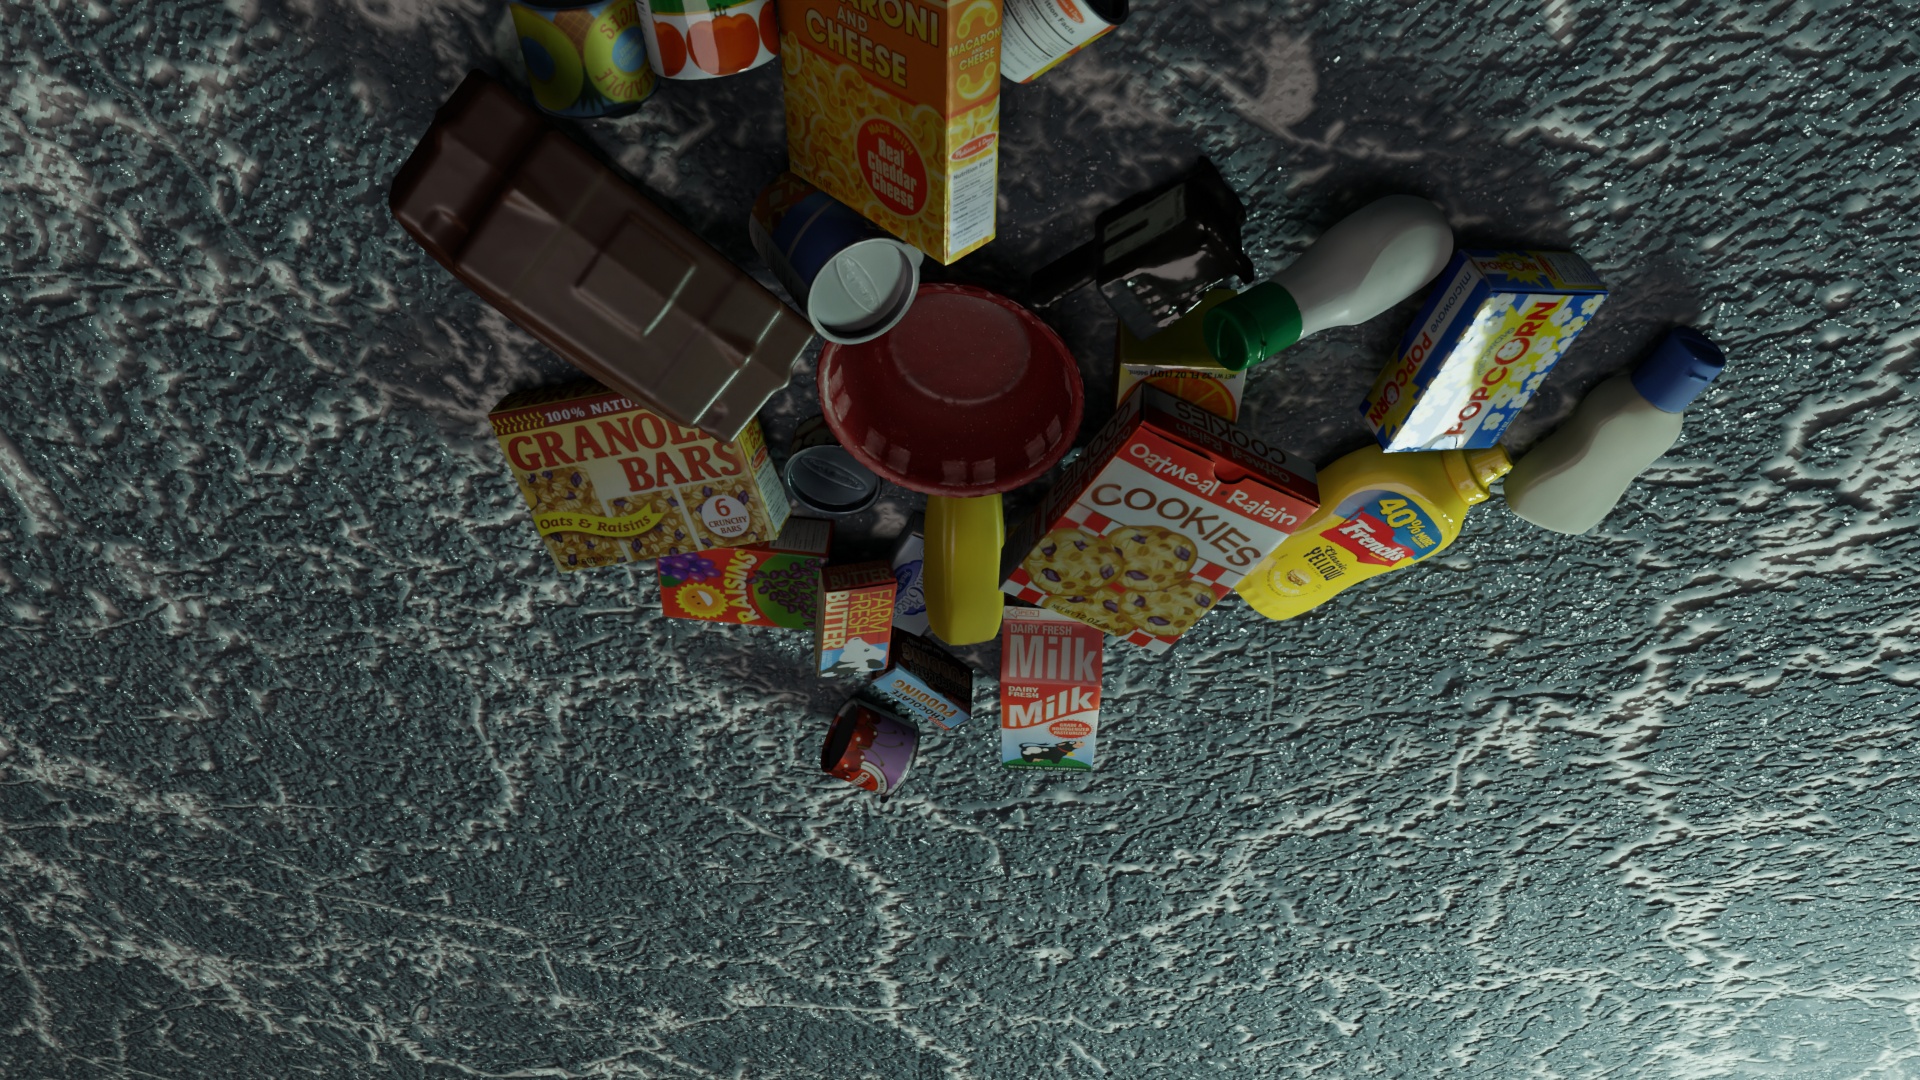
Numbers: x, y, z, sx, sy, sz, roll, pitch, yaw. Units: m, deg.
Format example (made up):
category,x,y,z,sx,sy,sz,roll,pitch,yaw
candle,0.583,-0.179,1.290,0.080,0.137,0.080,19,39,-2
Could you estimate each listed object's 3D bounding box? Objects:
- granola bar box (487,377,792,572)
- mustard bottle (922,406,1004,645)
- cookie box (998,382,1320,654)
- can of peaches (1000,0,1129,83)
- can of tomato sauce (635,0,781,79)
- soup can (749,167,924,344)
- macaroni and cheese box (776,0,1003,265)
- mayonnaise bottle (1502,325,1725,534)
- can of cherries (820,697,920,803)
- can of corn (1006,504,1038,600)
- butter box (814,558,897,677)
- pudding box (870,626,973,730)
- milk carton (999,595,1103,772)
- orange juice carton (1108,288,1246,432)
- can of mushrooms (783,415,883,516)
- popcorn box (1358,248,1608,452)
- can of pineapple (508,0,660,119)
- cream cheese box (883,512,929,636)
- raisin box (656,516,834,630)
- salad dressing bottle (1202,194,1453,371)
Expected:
category,x,y,z,sx,sy,sz,roll,pitch,yaw
granola bar box,-0.211,-0.049,0.917,0.165,0.039,0.123,-9,118,15
mustard bottle,0.003,-0.012,0.927,0.049,0.065,0.159,-5,112,-18
cookie box,0.116,-0.007,0.840,0.123,0.040,0.166,22,135,-17
can of peaches,0.039,-0.264,0.667,0.058,0.071,0.071,-23,130,34
can of tomato sauce,-0.123,-0.272,0.665,0.071,0.071,0.082,-2,126,8
soup can,-0.068,-0.160,0.763,0.071,0.084,0.071,-21,140,-19
macaroni and cheese box,-0.036,-0.234,0.675,0.124,0.040,0.165,36,146,29
mayonnaise bottle,0.404,-0.066,0.855,0.065,0.041,0.147,16,135,-13
can of cherries,-0.075,0.171,1.134,0.058,0.072,0.071,27,133,-20
can of corn,0.066,0.009,0.949,0.058,0.071,0.070,-6,135,13
butter box,-0.077,0.057,1.001,0.053,0.024,0.103,-7,139,-15
pudding box,-0.029,0.106,1.076,0.030,0.050,0.083,-33,125,32
milk carton,0.066,0.098,1.018,0.072,0.074,0.189,3,147,3
orange juice carton,0.128,-0.060,0.867,0.072,0.073,0.191,3,137,3
can of mushrooms,-0.082,-0.051,0.928,0.071,0.034,0.070,4,136,3
popcorn box,0.299,-0.108,0.803,0.085,0.038,0.126,-4,141,-23
can of pineapple,-0.188,-0.254,0.700,0.071,0.071,0.057,2,136,4
cream cheese box,-0.031,0.026,1.010,0.053,0.024,0.103,21,135,-16
raisin box,-0.155,0.020,1.008,0.123,0.040,0.085,5,138,-1
salad dressing bottle,0.196,-0.136,0.741,0.148,0.044,0.064,-29,144,-21
